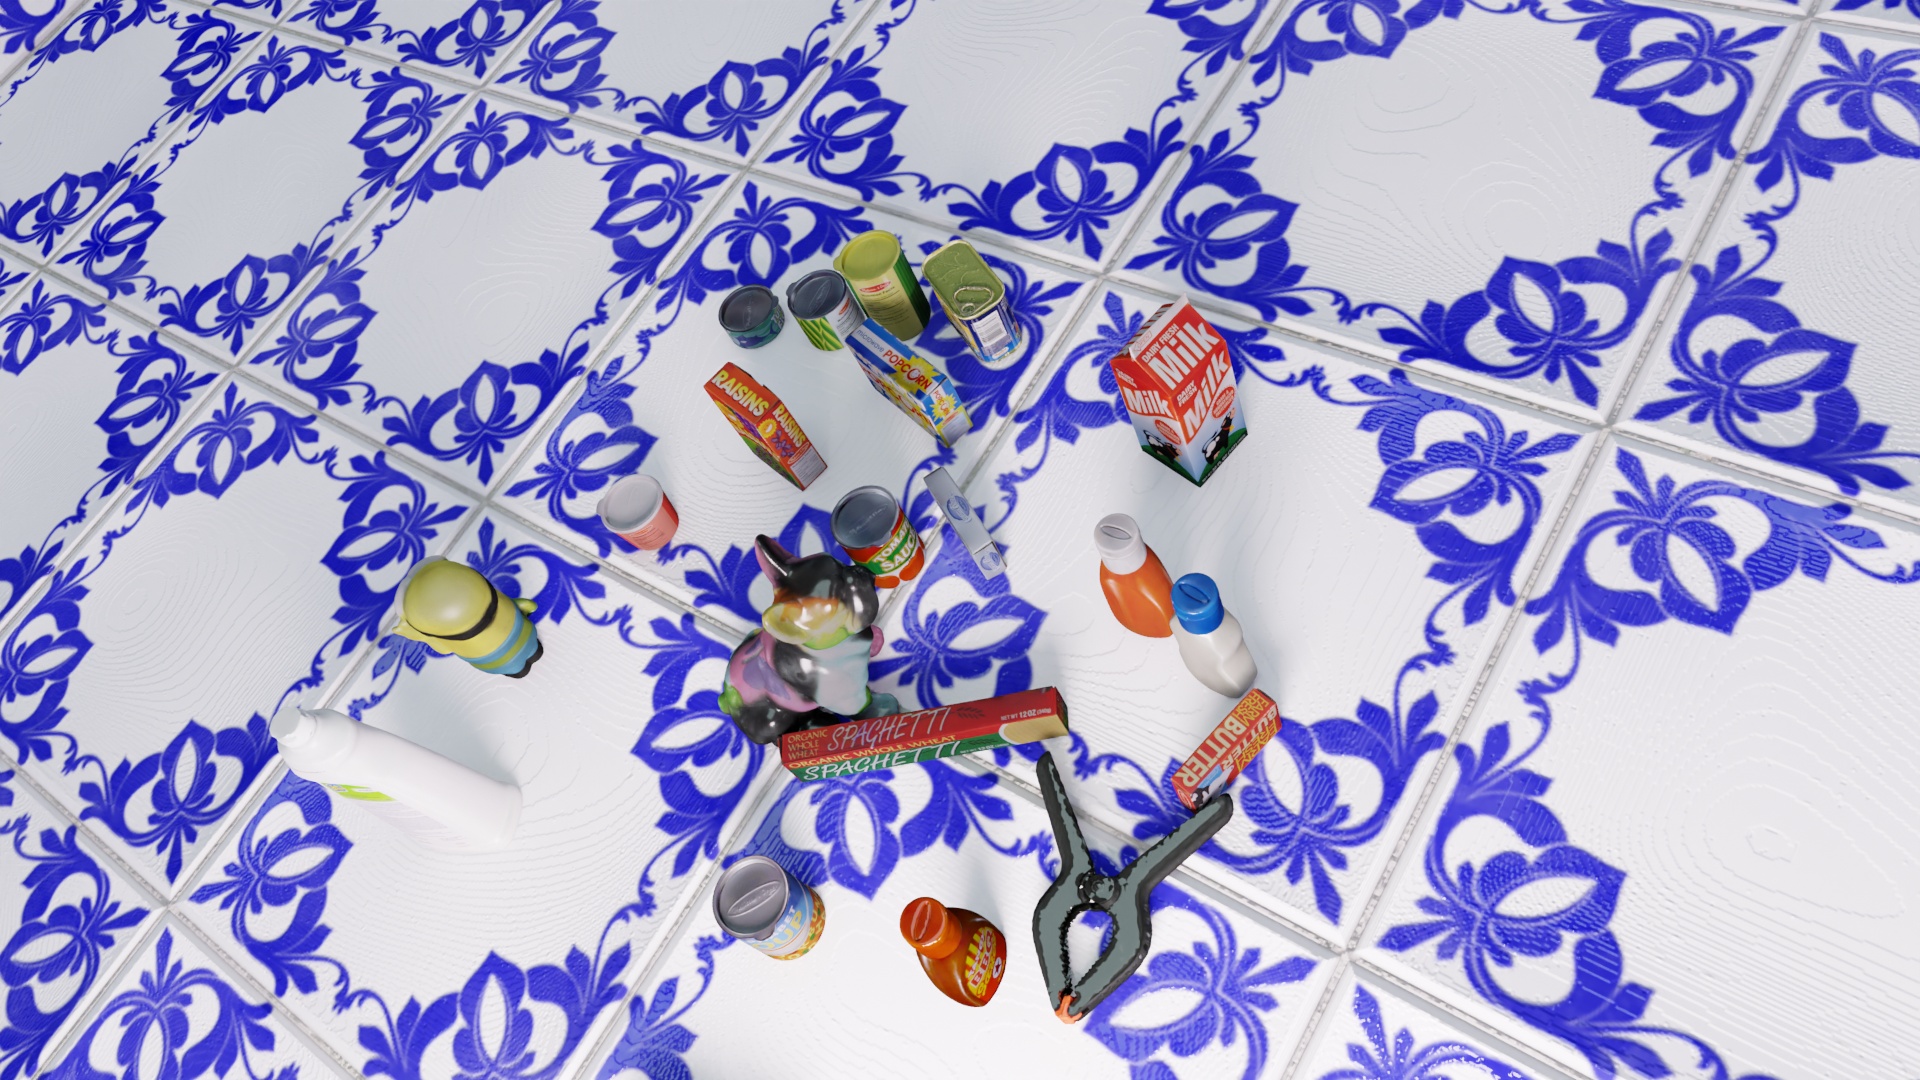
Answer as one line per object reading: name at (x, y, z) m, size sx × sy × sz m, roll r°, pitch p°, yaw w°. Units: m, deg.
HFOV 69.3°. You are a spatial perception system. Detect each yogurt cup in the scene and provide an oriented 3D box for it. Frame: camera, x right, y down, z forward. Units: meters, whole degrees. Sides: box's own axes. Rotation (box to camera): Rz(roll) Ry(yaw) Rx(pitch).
yogurt cup at (-0.321, -0.026, 1.403) m, size 0.072 × 0.053 × 0.073 m, roll -9°, pitch 58°, yaw 14°

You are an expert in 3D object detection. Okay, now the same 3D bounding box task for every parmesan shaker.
parmesan shaker at (-0.079, -0.260, 1.428) m, size 0.071 × 0.102 × 0.071 m, roll -9°, pitch 59°, yaw 15°

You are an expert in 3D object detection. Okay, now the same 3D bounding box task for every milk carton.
milk carton at (0.189, -0.134, 1.208) m, size 0.072 × 0.190 × 0.073 m, roll -46°, pitch 57°, yaw -10°

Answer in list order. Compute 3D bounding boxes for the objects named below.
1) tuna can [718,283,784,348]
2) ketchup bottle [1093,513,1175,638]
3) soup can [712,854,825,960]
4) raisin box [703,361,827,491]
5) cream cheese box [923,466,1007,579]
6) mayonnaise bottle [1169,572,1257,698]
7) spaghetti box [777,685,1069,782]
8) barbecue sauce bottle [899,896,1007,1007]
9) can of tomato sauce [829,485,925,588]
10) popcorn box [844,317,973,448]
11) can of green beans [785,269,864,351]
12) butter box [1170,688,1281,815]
tuna can at (-0.225, -0.244, 1.512) m, size 0.071 × 0.032 × 0.071 m, roll -9°, pitch 58°, yaw 14°
ketchup bottle at (0.143, 0.030, 1.152) m, size 0.065 × 0.148 × 0.044 m, roll 21°, pitch 70°, yaw 28°
soup can at (-0.154, 0.303, 1.132) m, size 0.071 × 0.083 × 0.071 m, roll -9°, pitch 59°, yaw 14°
raisin box at (-0.190, -0.112, 1.367) m, size 0.040 × 0.123 × 0.086 m, roll -46°, pitch 57°, yaw -10°
cream cheese box at (0.005, -0.016, 1.285) m, size 0.024 × 0.053 × 0.104 m, roll -33°, pitch 56°, yaw -1°
mayonnaise bottle at (0.198, 0.075, 1.107) m, size 0.065 × 0.147 × 0.041 m, roll 33°, pitch 76°, yaw 31°
spaghetti box at (-0.033, 0.167, 1.191) m, size 0.250 × 0.050 × 0.029 m, roll -12°, pitch 58°, yaw 12°
barbecue sauce bottle at (-0.006, 0.304, 1.042) m, size 0.043 × 0.148 × 0.065 m, roll 8°, pitch 64°, yaw 23°
can of tomato sauce at (-0.074, -0.001, 1.285) m, size 0.071 × 0.082 × 0.071 m, roll -9°, pitch 59°, yaw 14°
popcorn box at (-0.051, -0.156, 1.368) m, size 0.038 × 0.085 × 0.127 m, roll -44°, pitch 57°, yaw -8°
can of green beans at (-0.141, -0.243, 1.467) m, size 0.071 × 0.057 × 0.071 m, roll -9°, pitch 58°, yaw 14°
butter box at (0.212, 0.168, 1.104) m, size 0.104 × 0.053 × 0.024 m, roll -45°, pitch 57°, yaw -10°
